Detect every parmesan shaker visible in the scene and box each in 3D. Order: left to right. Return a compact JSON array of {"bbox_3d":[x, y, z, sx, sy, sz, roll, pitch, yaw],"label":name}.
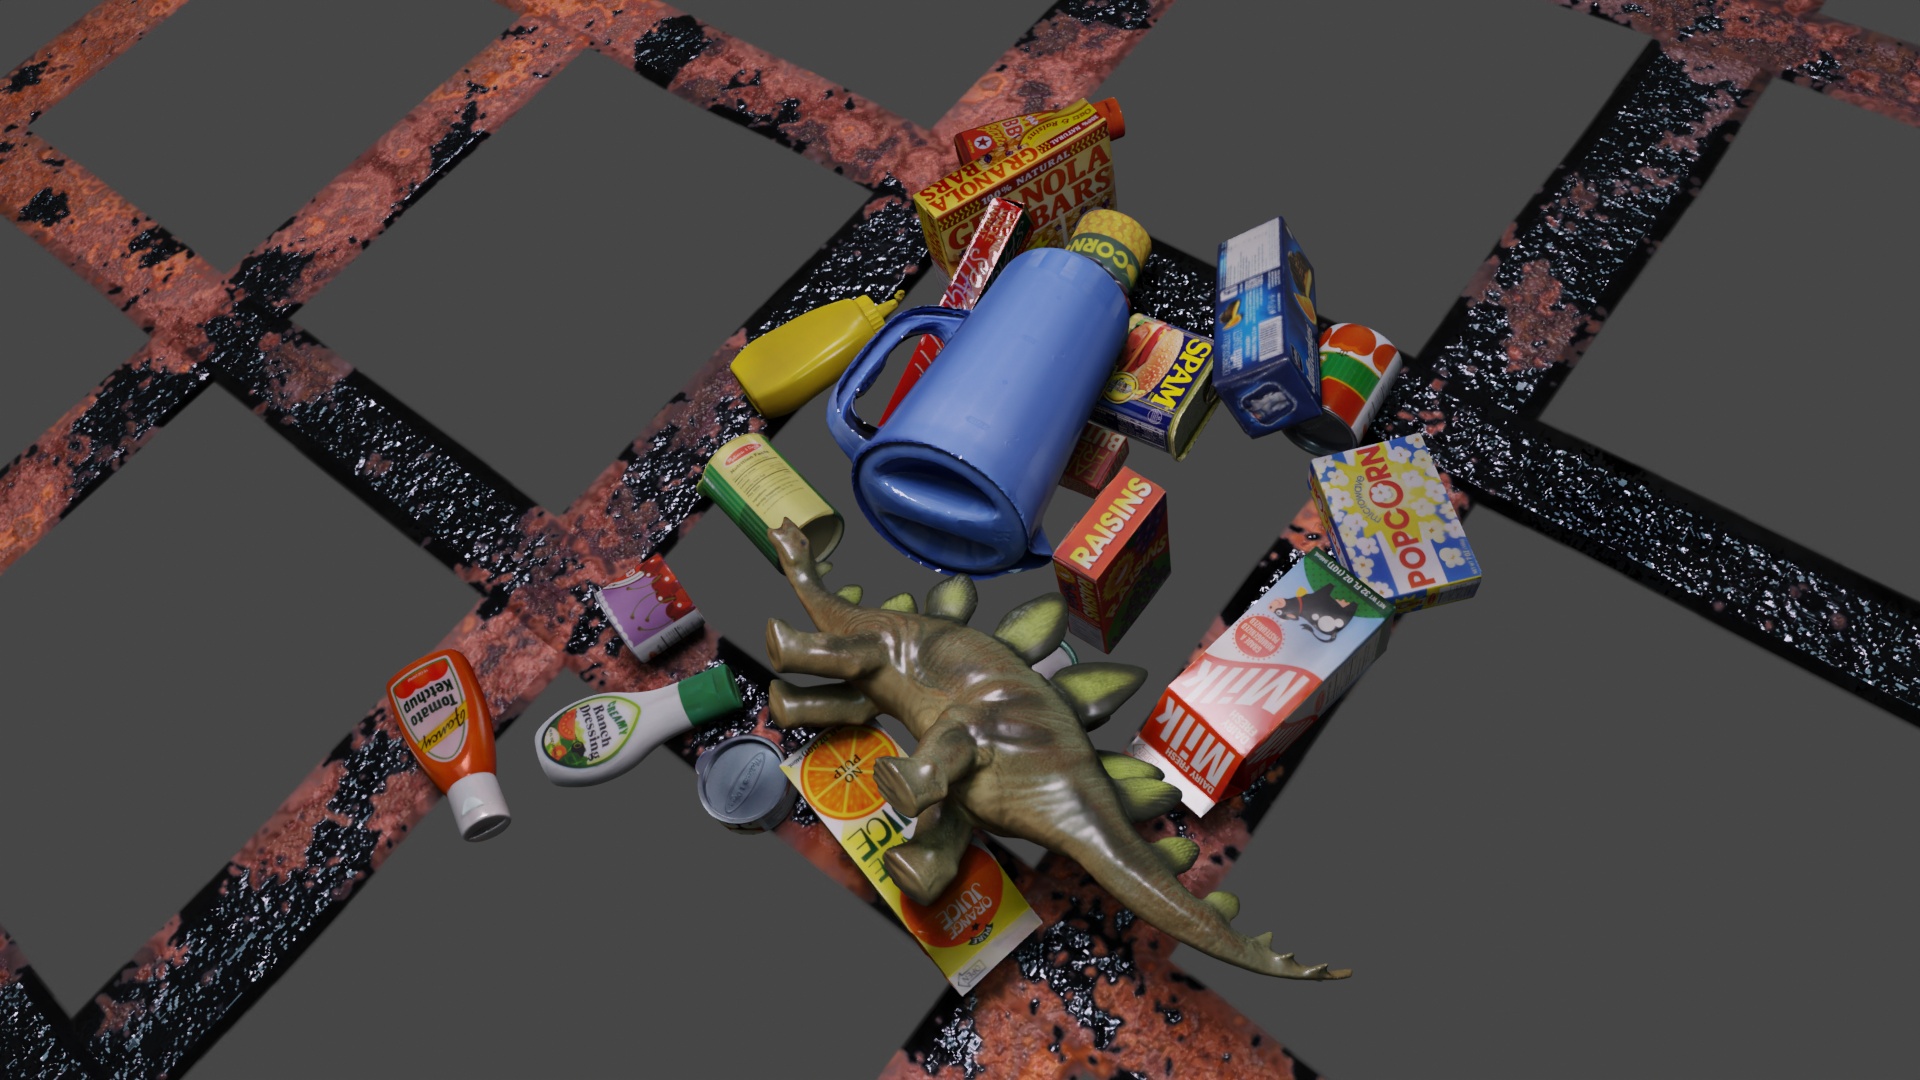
[{"bbox_3d":[-0.149,-0.026,1.088,0.071,0.071,0.103,-39,63,-12],"label":"parmesan shaker"}]

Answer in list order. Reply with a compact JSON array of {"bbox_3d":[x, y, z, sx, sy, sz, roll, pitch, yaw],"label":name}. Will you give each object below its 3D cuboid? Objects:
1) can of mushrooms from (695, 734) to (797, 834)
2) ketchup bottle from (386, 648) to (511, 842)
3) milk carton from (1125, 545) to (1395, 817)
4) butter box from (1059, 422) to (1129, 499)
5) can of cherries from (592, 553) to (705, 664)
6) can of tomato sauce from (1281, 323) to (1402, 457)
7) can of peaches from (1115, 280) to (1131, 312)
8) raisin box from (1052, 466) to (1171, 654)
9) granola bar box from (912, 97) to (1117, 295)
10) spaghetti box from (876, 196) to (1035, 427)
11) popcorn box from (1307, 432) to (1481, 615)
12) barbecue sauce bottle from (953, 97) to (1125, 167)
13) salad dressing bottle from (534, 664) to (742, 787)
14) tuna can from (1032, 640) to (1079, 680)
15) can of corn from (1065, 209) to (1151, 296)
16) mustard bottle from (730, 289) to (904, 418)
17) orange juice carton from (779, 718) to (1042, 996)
[{"bbox_3d":[-0.154,0.174,0.995,0.071,0.033,0.071,-4,61,8],"label":"can of mushrooms"},{"bbox_3d":[-0.378,0.155,1.041,0.065,0.043,0.149,-30,61,-7],"label":"ketchup bottle"},{"bbox_3d":[0.204,0.101,0.949,0.191,0.073,0.072,-42,62,-13],"label":"milk carton"},{"bbox_3d":[0.077,-0.074,1.099,0.103,0.024,0.053,24,67,22],"label":"butter box"},{"bbox_3d":[-0.238,0.050,1.060,0.058,0.071,0.072,-34,61,-9],"label":"can of cherries"},{"bbox_3d":[0.287,-0.115,1.059,0.071,0.071,0.083,26,68,22],"label":"can of tomato sauce"},{"bbox_3d":[0.098,-0.179,1.129,0.071,0.071,0.058,22,68,21],"label":"can of peaches"},{"bbox_3d":[0.110,0.016,0.985,0.040,0.123,0.086,33,72,24],"label":"raisin box"},{"bbox_3d":[0.051,-0.276,1.160,0.166,0.123,0.039,-32,59,-8],"label":"granola bar box"},{"bbox_3d":[-0.011,-0.151,1.093,0.029,0.050,0.250,27,91,15],"label":"spaghetti box"},{"bbox_3d":[0.314,-0.010,1.012,0.085,0.038,0.127,-14,59,3],"label":"popcorn box"},{"bbox_3d":[0.072,-0.358,1.249,0.148,0.043,0.065,-17,58,0],"label":"barbecue sauce bottle"},{"bbox_3d":[-0.236,0.134,1.027,0.148,0.043,0.064,-21,61,-2],"label":"salad dressing bottle"},{"bbox_3d":[0.055,0.103,0.998,0.071,0.032,0.071,-5,60,8],"label":"tuna can"},{"bbox_3d":[0.119,-0.234,1.155,0.071,0.071,0.058,19,65,19],"label":"can of corn"},{"bbox_3d":[-0.112,-0.165,1.170,0.160,0.048,0.065,-32,61,-9],"label":"mustard bottle"},{"bbox_3d":[-0.033,0.207,0.932,0.072,0.072,0.193,-38,62,-13],"label":"orange juice carton"}]
